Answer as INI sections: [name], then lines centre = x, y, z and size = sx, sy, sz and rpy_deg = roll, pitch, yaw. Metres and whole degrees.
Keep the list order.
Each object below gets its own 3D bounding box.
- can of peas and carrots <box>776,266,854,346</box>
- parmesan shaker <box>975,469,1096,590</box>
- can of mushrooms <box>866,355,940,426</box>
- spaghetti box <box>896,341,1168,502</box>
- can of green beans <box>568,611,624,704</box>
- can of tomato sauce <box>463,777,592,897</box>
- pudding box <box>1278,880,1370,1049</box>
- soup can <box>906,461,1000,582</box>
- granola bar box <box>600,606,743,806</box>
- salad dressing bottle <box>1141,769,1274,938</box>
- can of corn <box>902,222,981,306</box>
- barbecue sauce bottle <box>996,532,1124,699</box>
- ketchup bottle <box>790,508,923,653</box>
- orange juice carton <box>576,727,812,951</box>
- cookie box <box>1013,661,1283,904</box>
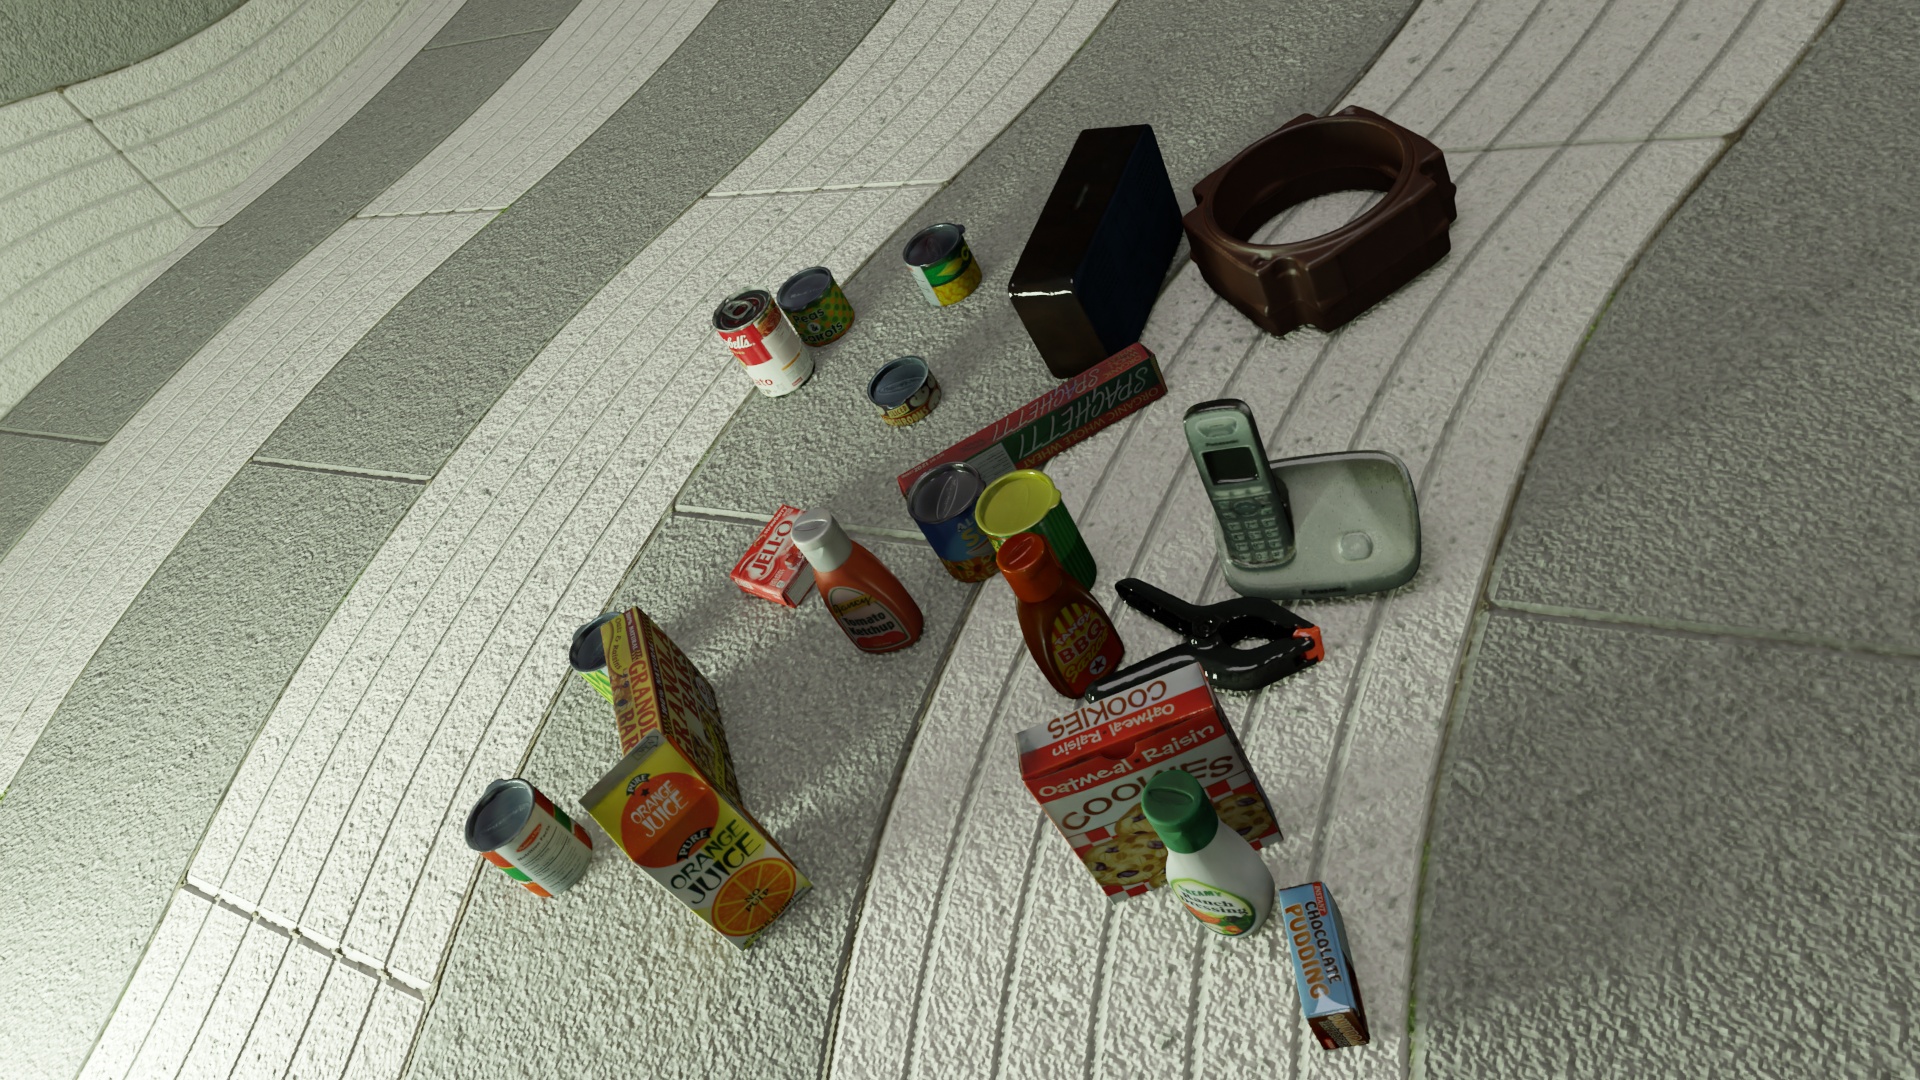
[can of peas and carrots]
centre = -0.155, -0.249, 1.489
size = 0.071, 0.058, 0.071
rpy_deg = -16, 45, 17
[parmesan shaker]
centre = 0.064, 0.001, 1.100
size = 0.071, 0.102, 0.072
rpy_deg = -16, 45, 17
[can of mushrooms]
centre = -0.055, -0.144, 1.353
size = 0.071, 0.033, 0.071
rpy_deg = -16, 45, 17
[spaghetti box]
centre = 0.064, -0.093, 1.226
size = 0.250, 0.050, 0.029
rpy_deg = -29, 43, 3
[can of green beans]
centre = -0.308, 0.107, 1.251
size = 0.071, 0.057, 0.071
rpy_deg = -16, 45, 17
[can of tomato sauce]
centre = -0.352, 0.242, 1.133
size = 0.071, 0.082, 0.071
rpy_deg = -16, 45, 17
[pudding box]
centre = 0.215, 0.251, 0.823
size = 0.030, 0.049, 0.084
rpy_deg = -18, 45, 15
[soup can]
centre = 0.004, -0.015, 1.164
size = 0.071, 0.083, 0.072
rpy_deg = -16, 45, 17
[granola bar box]
centre = -0.231, 0.148, 1.120
size = 0.039, 0.123, 0.166
rpy_deg = -30, 43, 3
[salad dressing bottle]
centre = 0.149, 0.191, 0.844
size = 0.064, 0.147, 0.044
rpy_deg = 5, 54, 33
[can of corn]
centre = -0.016, -0.288, 1.445
size = 0.071, 0.058, 0.071
rpy_deg = -16, 45, 17
[barbecue sauce bottle]
centre = 0.070, 0.053, 1.016
size = 0.065, 0.148, 0.044
rpy_deg = -43, 44, -11
[ketchup bottle]
centre = -0.087, 0.033, 1.124
size = 0.064, 0.148, 0.044
rpy_deg = -11, 47, 21
[orange juice carton]
centre = -0.192, 0.208, 0.992
size = 0.072, 0.192, 0.073
rpy_deg = -43, 44, -11
[cookie box]
centre = 0.122, 0.158, 0.876
size = 0.123, 0.166, 0.040
rpy_deg = -23, 43, 10
